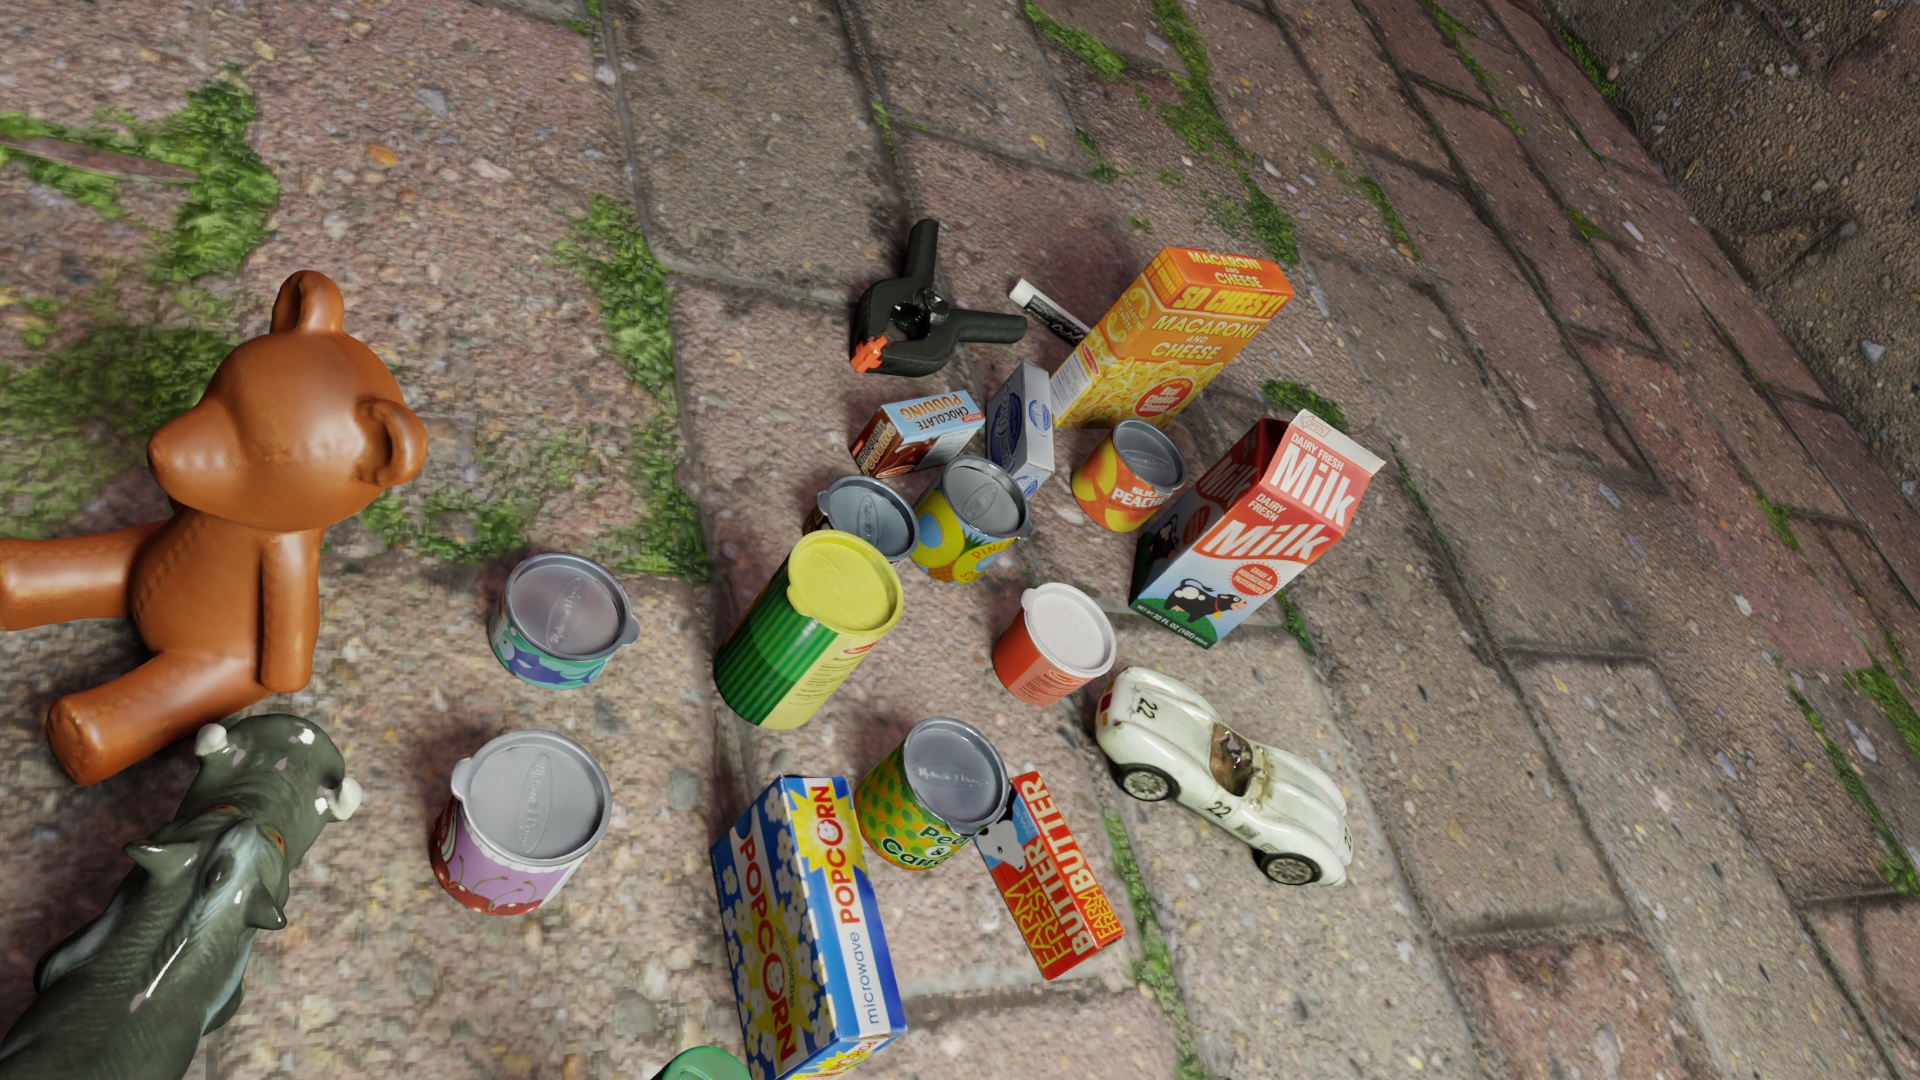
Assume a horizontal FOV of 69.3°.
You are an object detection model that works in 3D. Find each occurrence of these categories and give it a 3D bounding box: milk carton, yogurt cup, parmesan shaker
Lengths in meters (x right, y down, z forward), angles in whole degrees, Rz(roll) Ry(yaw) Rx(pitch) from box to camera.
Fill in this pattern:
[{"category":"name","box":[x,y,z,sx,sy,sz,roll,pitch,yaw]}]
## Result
[{"category":"milk carton","box":[0.201,-0.014,0.958,0.072,0.189,0.074,30,42,-14]},{"category":"yogurt cup","box":[0.057,0.069,0.879,0.072,0.053,0.073,21,45,-22]},{"category":"parmesan shaker","box":[-0.086,0.050,0.748,0.071,0.102,0.072,21,45,-22]}]

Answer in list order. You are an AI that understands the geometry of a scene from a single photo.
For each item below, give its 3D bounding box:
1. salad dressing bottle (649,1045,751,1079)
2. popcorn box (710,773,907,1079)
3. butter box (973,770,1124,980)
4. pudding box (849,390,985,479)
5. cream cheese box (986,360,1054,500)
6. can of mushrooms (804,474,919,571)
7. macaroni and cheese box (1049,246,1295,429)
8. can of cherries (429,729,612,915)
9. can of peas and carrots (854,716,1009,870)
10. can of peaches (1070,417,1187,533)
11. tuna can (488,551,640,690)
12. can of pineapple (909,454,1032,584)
[{"category":"salad dressing bottle","box":[-0.123,0.234,0.526,0.064,0.147,0.044,43,41,1]},{"category":"popcorn box","box":[-0.075,0.185,0.653,0.038,0.084,0.127,6,52,-34]},{"category":"butter box","box":[0.045,0.185,0.770,0.024,0.053,0.104,-9,61,-42]},{"category":"pudding box","box":[-0.028,-0.071,0.938,0.084,0.049,0.030,-17,67,-45]},{"category":"cream cheese box","box":[0.042,-0.073,0.991,0.024,0.053,0.104,21,45,-23]},{"category":"can of mushrooms","box":[-0.064,-0.007,0.867,0.071,0.033,0.071,21,45,-22]},{"category":"macaroni and cheese box","box":[0.154,-0.150,1.058,0.124,0.165,0.040,-3,58,-39]},{"category":"can of cherries","box":[-0.201,0.127,0.627,0.071,0.058,0.072,21,45,-22]},{"category":"can of peas and carrots","box":[-0.016,0.141,0.757,0.071,0.058,0.071,21,45,-22]},{"category":"can of peaches","box":[0.124,-0.046,1.027,0.071,0.057,0.071,21,45,-22]},{"category":"tuna can","box":[-0.204,0.043,0.717,0.071,0.032,0.071,21,45,-22]},{"category":"can of pineapple","box":[0.003,-0.011,0.904,0.071,0.057,0.071,21,45,-22]}]
